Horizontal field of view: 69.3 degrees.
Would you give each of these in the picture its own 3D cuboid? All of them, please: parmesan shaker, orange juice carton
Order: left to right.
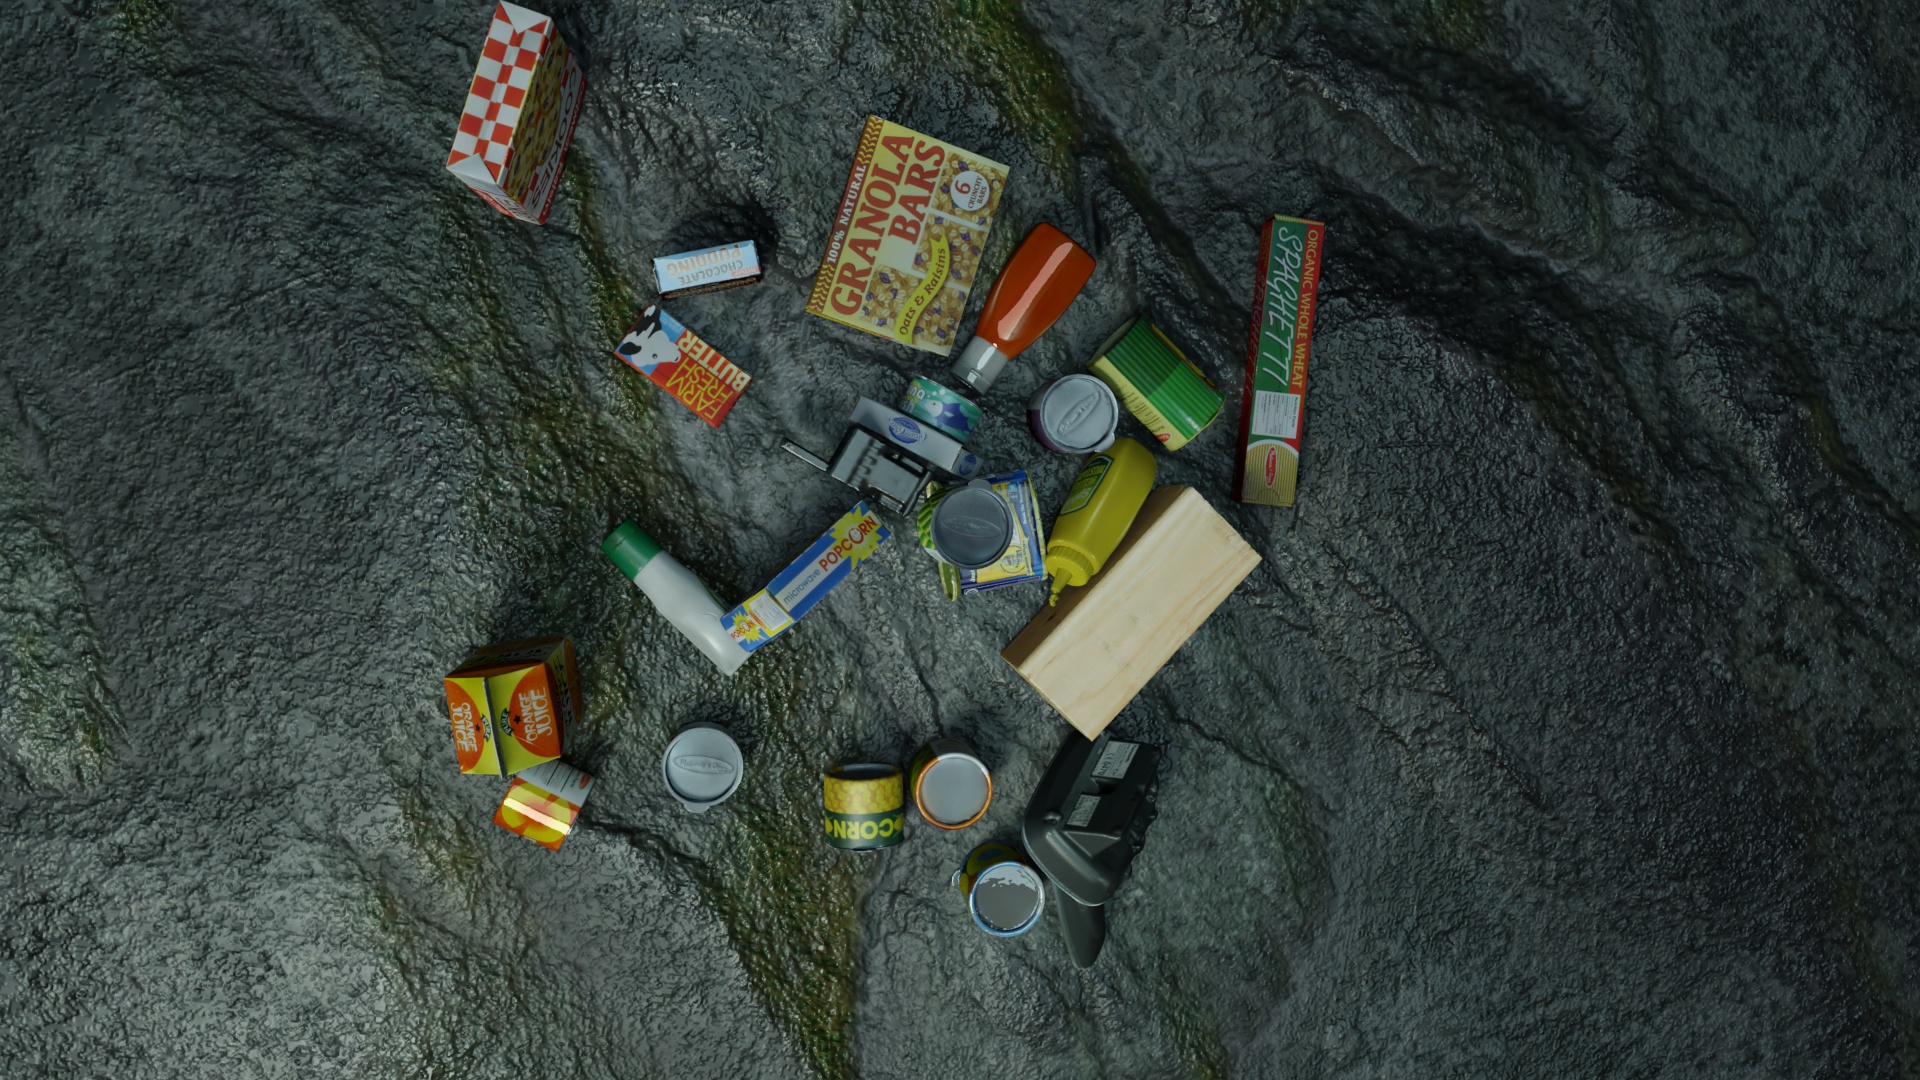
[{"bbox_3d":[-0.334,0.122,1.042,0.073,0.193,0.071,-8,96,-8],"label":"orange juice carton"},{"bbox_3d":[0.166,-0.135,1.172,0.103,0.071,0.071,44,86,-9],"label":"parmesan shaker"}]

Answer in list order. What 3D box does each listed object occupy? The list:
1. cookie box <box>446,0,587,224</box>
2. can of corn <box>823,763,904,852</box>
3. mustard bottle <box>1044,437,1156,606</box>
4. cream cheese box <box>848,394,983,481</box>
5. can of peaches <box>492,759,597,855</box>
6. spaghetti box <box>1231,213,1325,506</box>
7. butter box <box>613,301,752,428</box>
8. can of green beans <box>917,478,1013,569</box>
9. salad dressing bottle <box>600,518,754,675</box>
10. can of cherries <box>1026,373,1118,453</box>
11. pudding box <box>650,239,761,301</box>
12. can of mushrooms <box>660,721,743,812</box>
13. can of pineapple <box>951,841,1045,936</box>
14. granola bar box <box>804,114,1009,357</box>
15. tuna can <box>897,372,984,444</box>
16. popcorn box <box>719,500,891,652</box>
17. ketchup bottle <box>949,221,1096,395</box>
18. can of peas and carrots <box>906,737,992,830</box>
[{"bbox_3d":[-0.325,-0.311,1.033,0.040,0.167,0.123,17,91,-7],"label":"cookie box"},{"bbox_3d":[-0.080,0.221,1.151,0.071,0.071,0.058,-2,93,-9],"label":"can of corn"},{"bbox_3d":[0.108,-0.013,1.149,0.049,0.065,0.161,40,61,-18],"label":"mustard bottle"},{"bbox_3d":[-0.035,-0.083,1.129,0.104,0.053,0.024,28,93,22],"label":"cream cheese box"},{"bbox_3d":[-0.333,0.210,1.111,0.058,0.071,0.071,28,89,-10],"label":"can of peaches"},{"bbox_3d":[0.277,-0.155,1.211,0.050,0.028,0.249,6,92,-10],"label":"spaghetti box"},{"bbox_3d":[-0.225,-0.142,1.131,0.103,0.024,0.053,37,86,-9],"label":"butter box"},{"bbox_3d":[0.003,-0.012,1.099,0.071,0.058,0.071,-1,93,-13],"label":"can of green beans"},{"bbox_3d":[-0.226,0.045,1.125,0.147,0.064,0.044,43,80,-2],"label":"salad dressing bottle"},{"bbox_3d":[0.094,-0.104,1.169,0.071,0.058,0.071,-1,93,-10],"label":"can of cherries"},{"bbox_3d":[-0.204,-0.217,1.118,0.084,0.049,0.030,-12,94,-9],"label":"pudding box"},{"bbox_3d":[-0.213,0.186,1.146,0.071,0.033,0.071,-1,93,-10],"label":"can of mushrooms"},{"bbox_3d":[0.033,0.297,1.181,0.071,0.058,0.071,-1,94,-9],"label":"can of pineapple"},{"bbox_3d":[-0.044,-0.248,1.148,0.124,0.039,0.165,18,90,-11],"label":"granola bar box"},{"bbox_3d":[-0.019,-0.108,1.145,0.071,0.071,0.033,28,89,-10],"label":"tuna can"},{"bbox_3d":[-0.122,0.029,1.099,0.038,0.085,0.127,50,51,-6],"label":"popcorn box"},{"bbox_3d":[0.048,-0.191,1.164,0.064,0.043,0.149,36,87,-9],"label":"ketchup bottle"},{"bbox_3d":[-0.010,0.207,1.168,0.071,0.059,0.071,-1,93,-9],"label":"can of peas and carrots"}]
